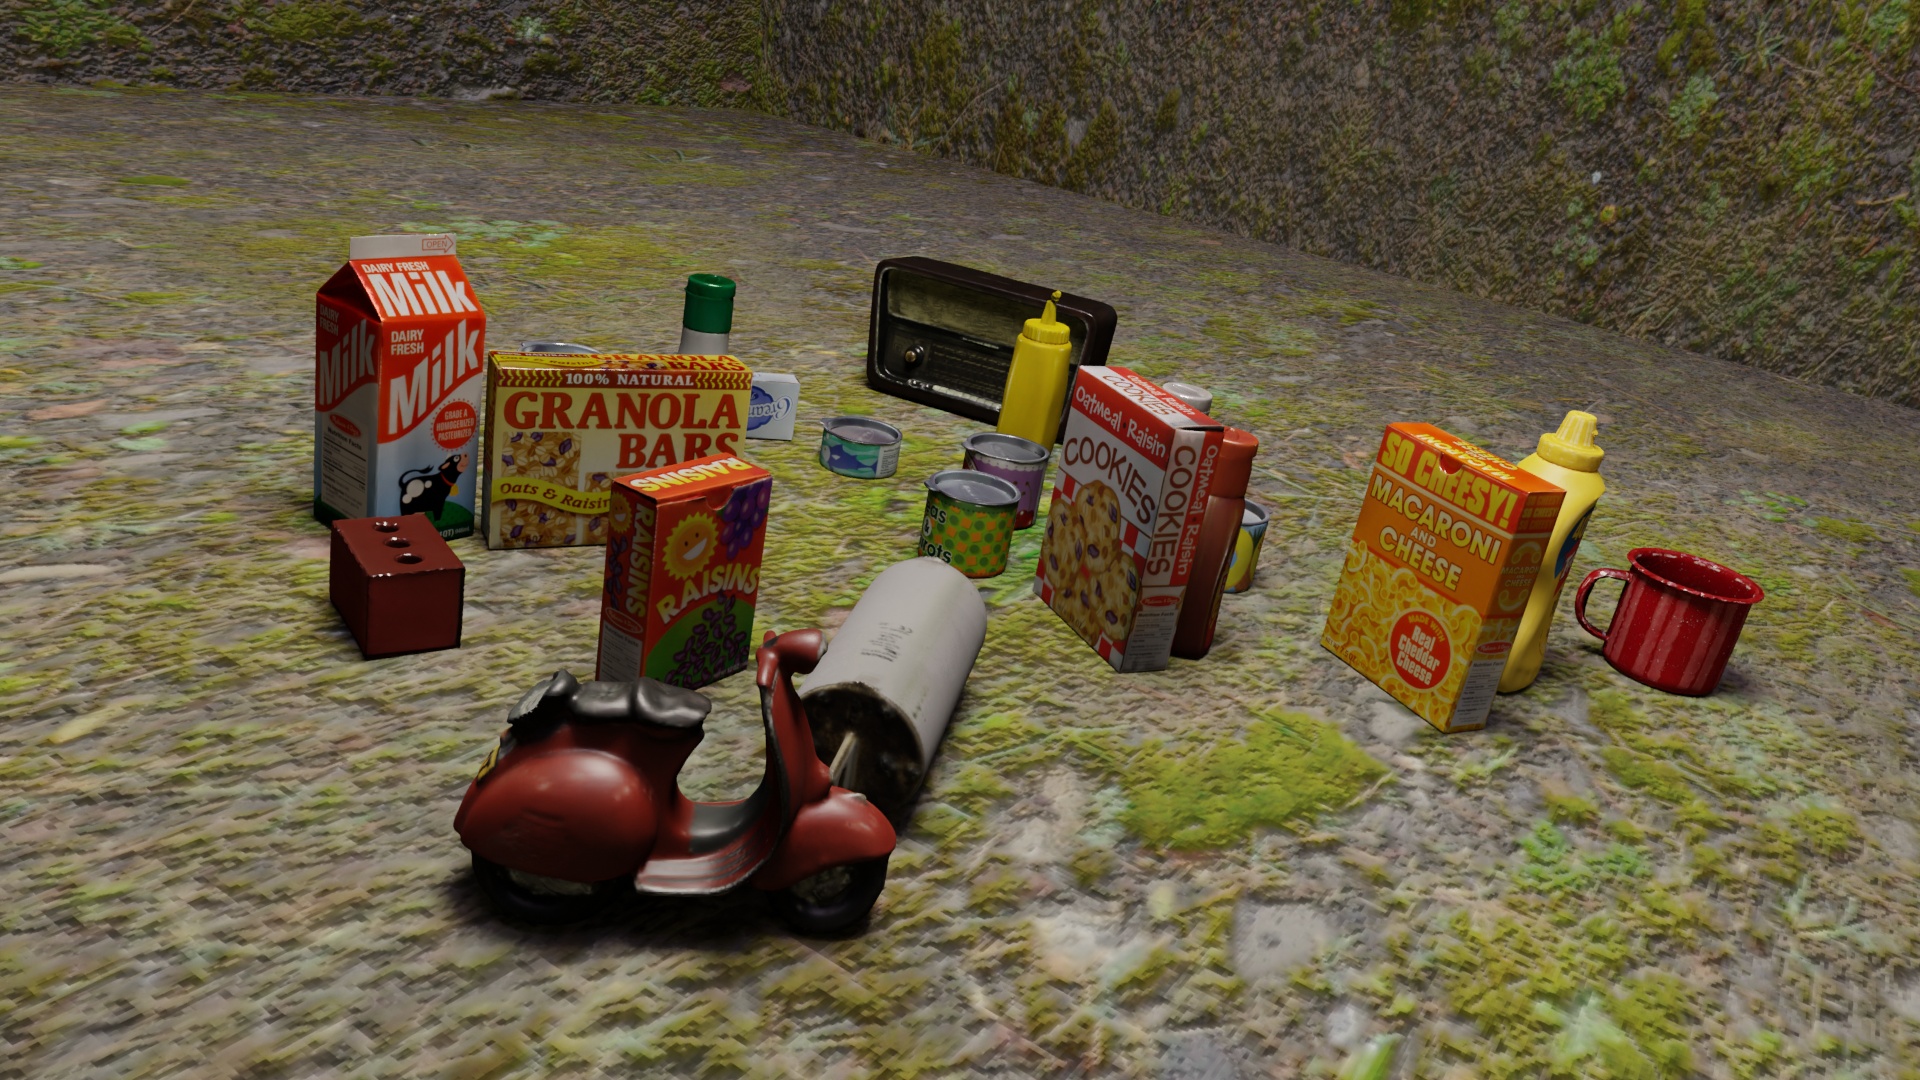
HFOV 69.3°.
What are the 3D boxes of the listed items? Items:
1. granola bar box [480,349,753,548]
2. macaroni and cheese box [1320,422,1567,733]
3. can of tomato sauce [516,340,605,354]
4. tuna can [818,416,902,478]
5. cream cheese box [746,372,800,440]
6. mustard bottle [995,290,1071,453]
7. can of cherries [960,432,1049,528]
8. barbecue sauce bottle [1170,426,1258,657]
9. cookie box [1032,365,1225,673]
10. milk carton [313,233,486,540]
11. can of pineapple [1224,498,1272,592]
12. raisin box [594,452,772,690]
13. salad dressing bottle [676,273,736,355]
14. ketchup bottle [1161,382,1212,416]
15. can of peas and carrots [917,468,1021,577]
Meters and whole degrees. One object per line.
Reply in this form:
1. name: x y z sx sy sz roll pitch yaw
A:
1. granola bar box: -0.228 -0.061 0.920 0.166 0.123 0.039 -3 25 -30
2. macaroni and cheese box: 0.308 0.022 0.902 0.040 0.165 0.124 -2 24 -28
3. can of tomato sauce: -0.301 -0.100 1.039 0.071 0.082 0.071 9 21 -3
4. tuna can: -0.085 -0.078 1.149 0.071 0.032 0.071 9 22 -3
5. cream cheese box: -0.189 -0.114 1.165 0.104 0.053 0.024 2 23 -21
6. mustard bottle: 0.066 -0.139 1.197 0.049 0.159 0.065 16 22 15
7. can of cherries: 0.030 -0.047 1.092 0.071 0.058 0.072 9 22 -3
8. barbecue sauce bottle: 0.160 -0.001 0.915 0.044 0.148 0.065 13 21 6
9. cookie box: 0.106 -0.017 0.905 0.040 0.166 0.123 -1 24 -26
10. milk carton: -0.348 -0.095 0.862 0.073 0.189 0.072 24 25 31
11. can of pineapple: 0.197 0.001 1.050 0.071 0.057 0.071 9 22 -3
12. raisin box: -0.150 0.021 0.754 0.040 0.123 0.086 24 25 30
13. salad dressing bottle: -0.199 -0.130 1.071 0.044 0.147 0.064 10 21 -2
14. ketchup bottle: 0.148 -0.038 1.002 0.044 0.148 0.065 -11 30 -43
15. can of peas and carrots: 0.004 -0.012 0.994 0.071 0.058 0.071 9 22 -3
